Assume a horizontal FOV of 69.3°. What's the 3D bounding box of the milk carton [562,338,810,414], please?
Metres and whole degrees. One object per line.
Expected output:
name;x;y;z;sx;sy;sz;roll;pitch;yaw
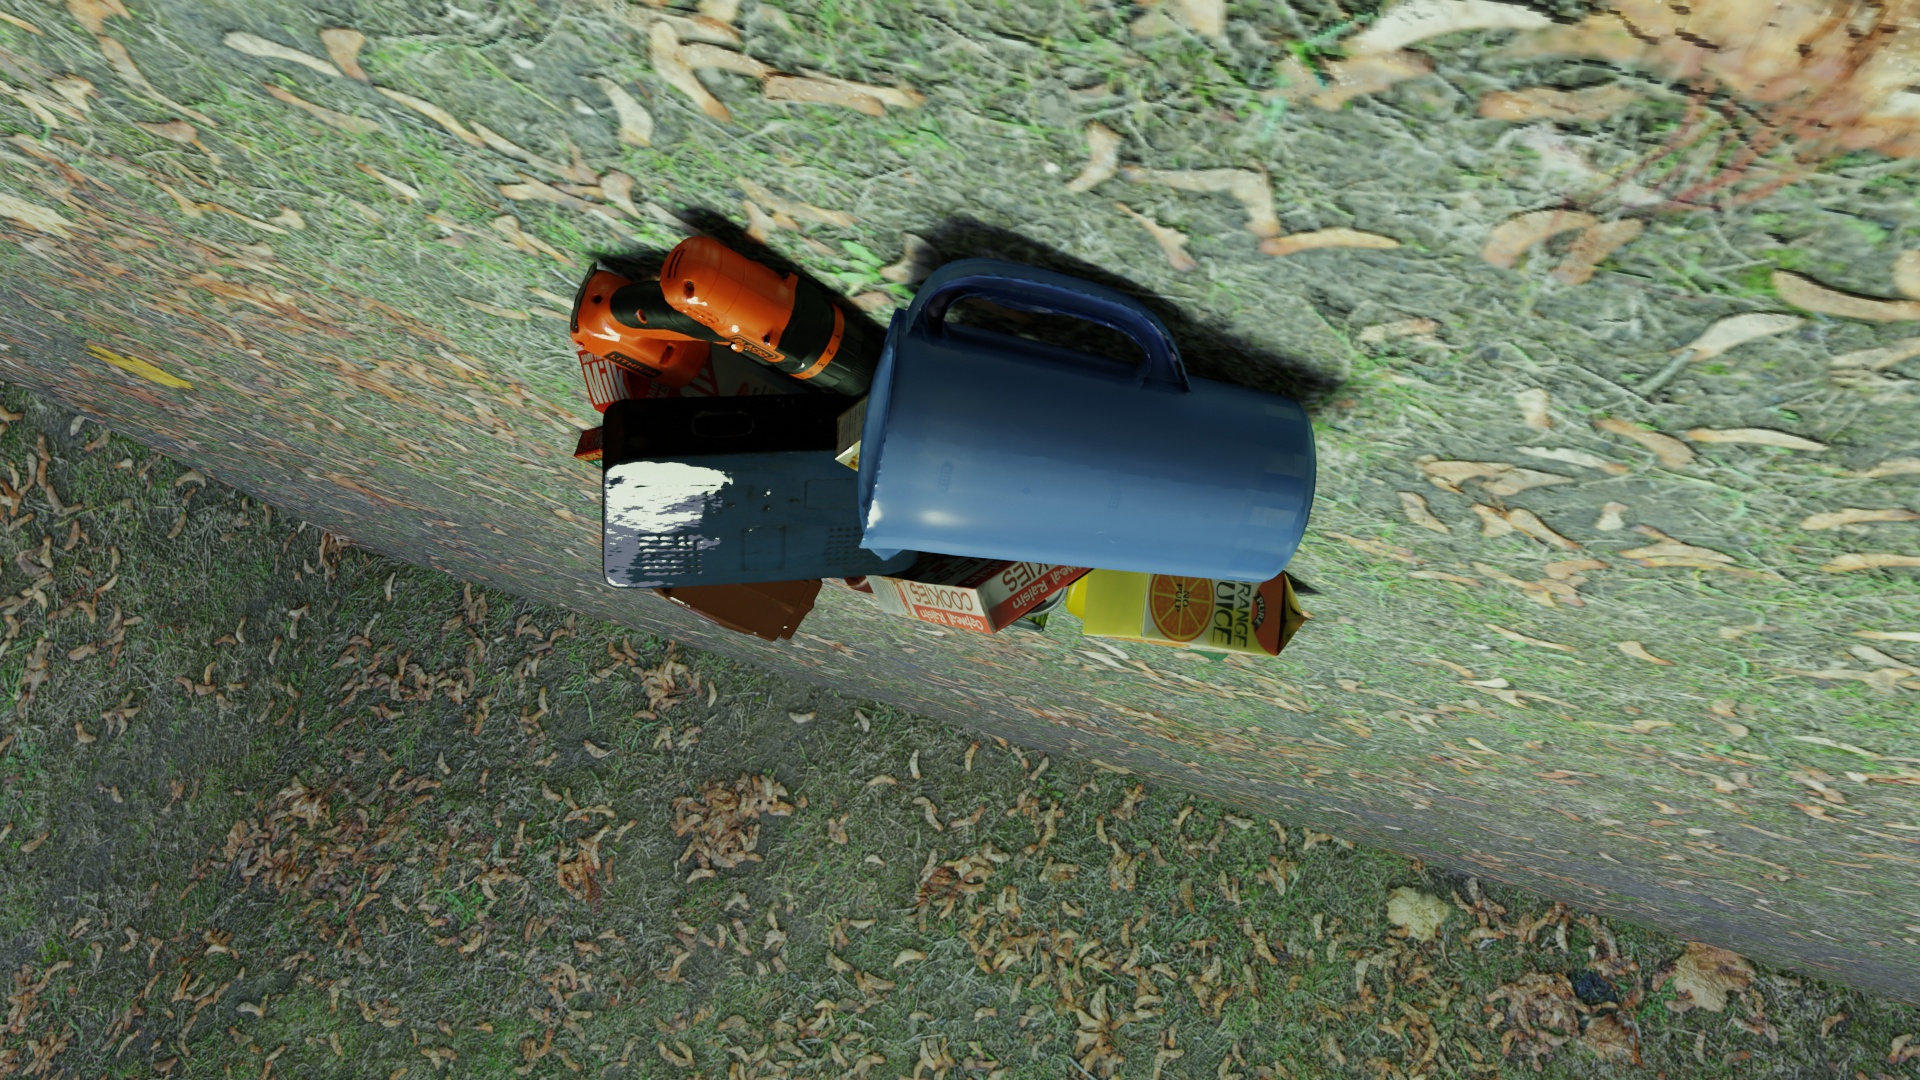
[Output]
milk carton;-0.200;-0.108;1.037;0.190;0.073;0.072;28;163;-35

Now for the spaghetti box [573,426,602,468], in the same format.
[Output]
spaghetti box;-0.314;-0.094;1.354;0.050;0.029;0.249;27;164;-30

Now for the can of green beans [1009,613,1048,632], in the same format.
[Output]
can of green beans;0.061;0.054;1.400;0.071;0.058;0.071;17;167;4

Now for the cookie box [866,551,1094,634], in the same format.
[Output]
cookie box;0.021;0.017;1.049;0.167;0.123;0.040;6;124;58

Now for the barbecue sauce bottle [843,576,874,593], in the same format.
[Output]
barbecue sauce bottle;-0.061;0.028;1.435;0.043;0.065;0.148;-29;155;31

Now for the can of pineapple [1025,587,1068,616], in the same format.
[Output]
can of pineapple;0.061;0.023;1.196;0.071;0.070;0.058;21;-153;-12

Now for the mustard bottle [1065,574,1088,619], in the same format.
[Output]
mustard bottle;0.121;0.024;1.185;0.049;0.065;0.159;20;163;7

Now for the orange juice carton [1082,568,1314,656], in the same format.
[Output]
orange juice carton;0.197;0.053;1.126;0.193;0.073;0.071;10;173;-34

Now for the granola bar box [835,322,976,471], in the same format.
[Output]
granola bar box;0.021;-0.062;0.902;0.165;0.039;0.123;27;136;-36

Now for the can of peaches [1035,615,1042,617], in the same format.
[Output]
can of peaches;0.053;0.035;1.331;0.071;0.058;0.071;17;168;4

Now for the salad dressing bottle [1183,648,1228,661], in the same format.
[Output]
salad dressing bottle;0.195;0.078;1.355;0.148;0.044;0.064;21;165;-16

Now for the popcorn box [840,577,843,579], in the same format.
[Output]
popcorn box;-0.136;0.015;1.471;0.085;0.038;0.127;17;-178;33
